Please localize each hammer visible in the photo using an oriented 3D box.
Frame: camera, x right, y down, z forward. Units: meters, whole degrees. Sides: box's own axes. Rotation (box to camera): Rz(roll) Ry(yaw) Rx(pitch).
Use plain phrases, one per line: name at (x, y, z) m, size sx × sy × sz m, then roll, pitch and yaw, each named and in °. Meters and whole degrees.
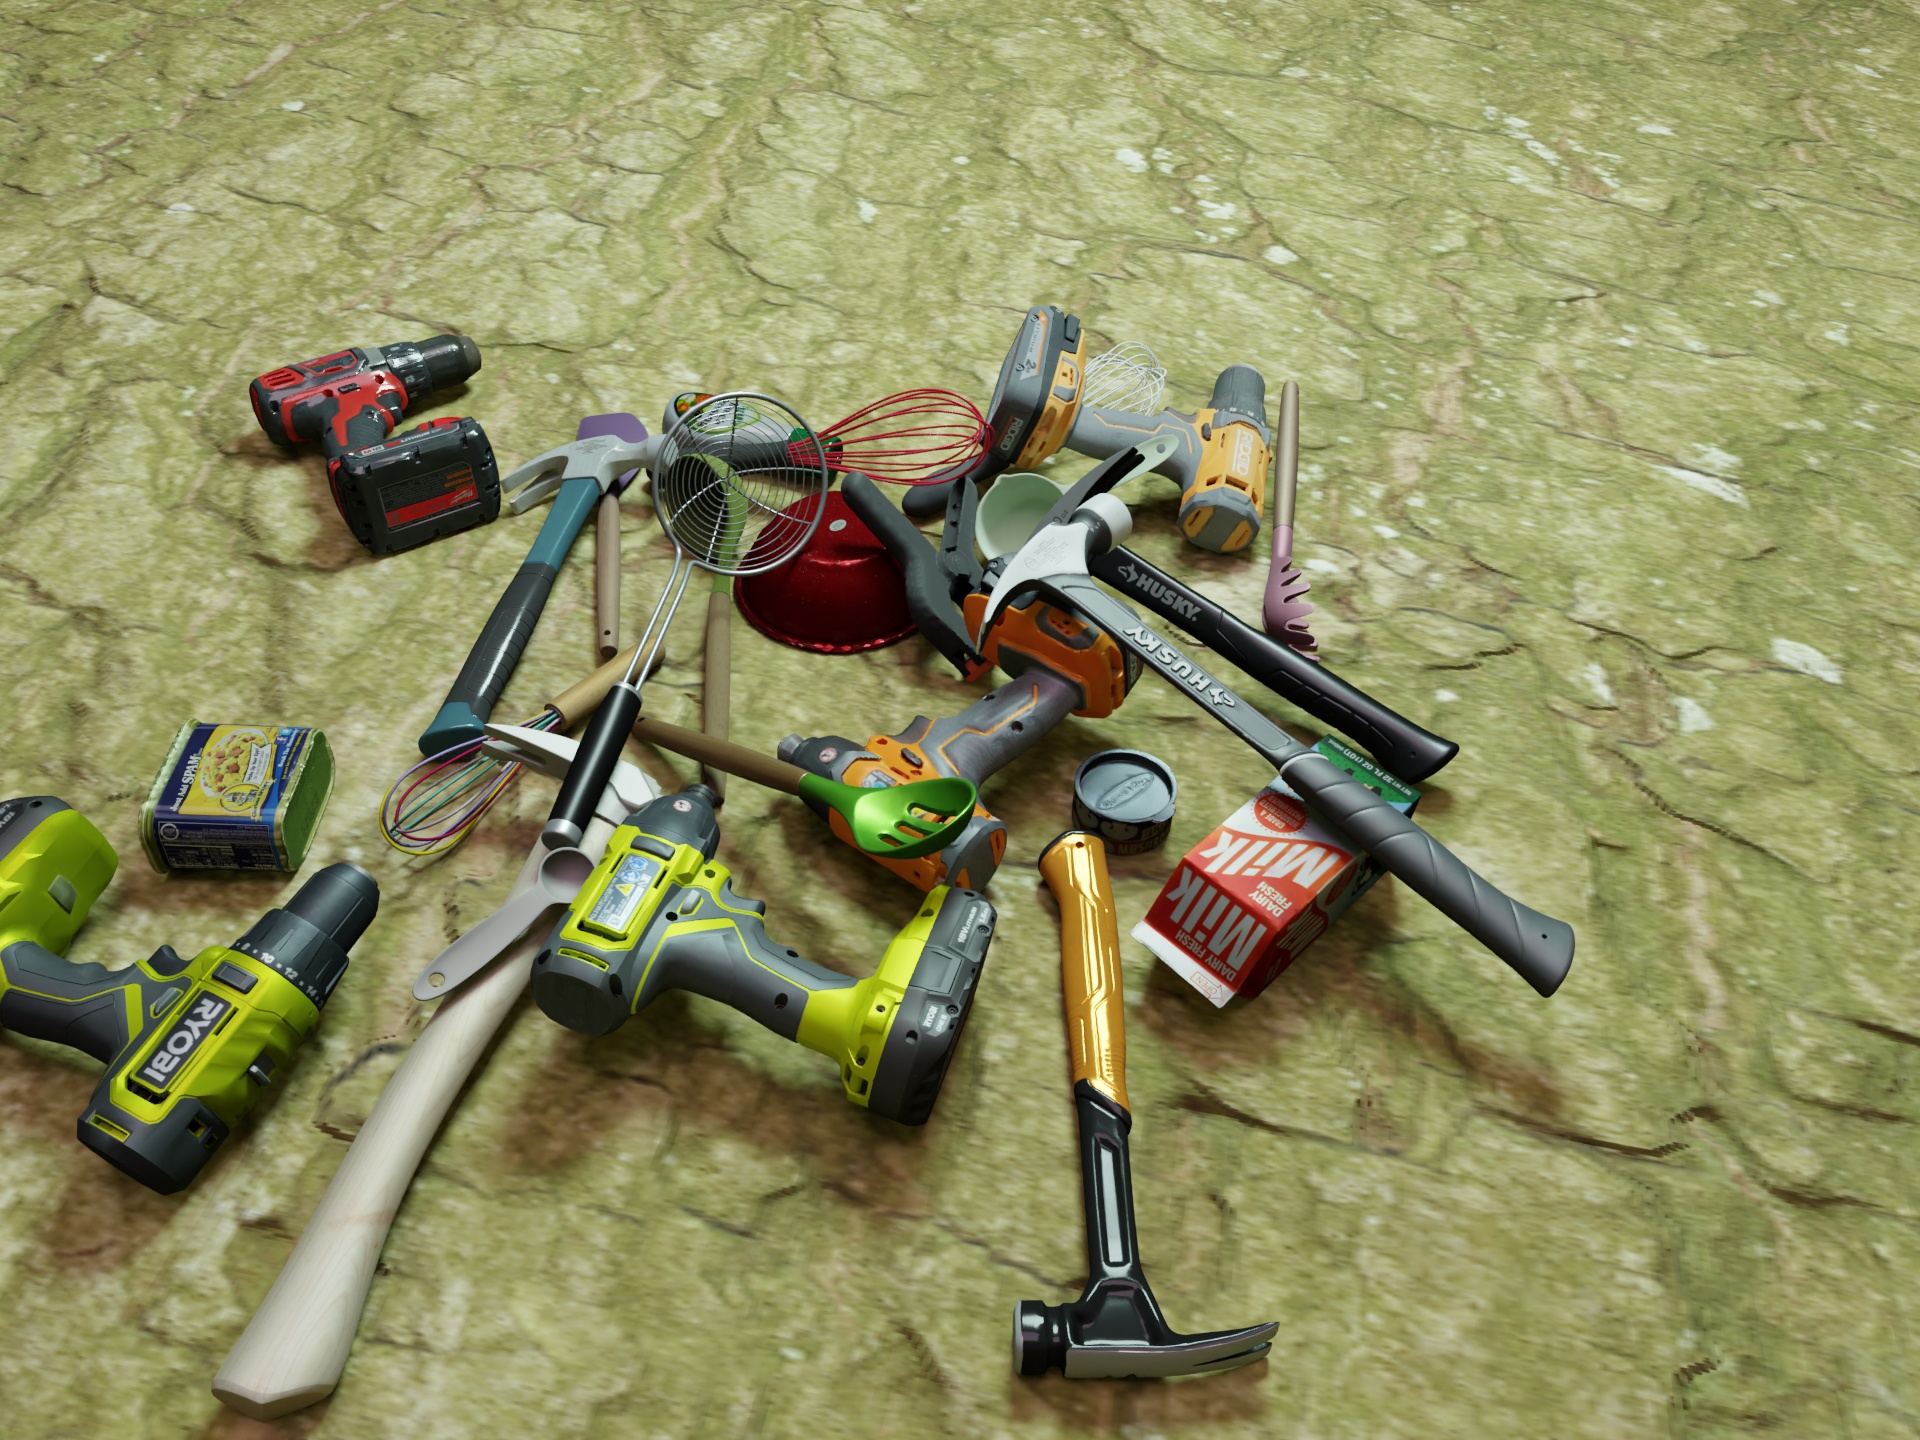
hammer at (0.194, -0.061, 1.106) m, size 0.335 × 0.146 × 0.035 m, roll 35°, pitch 8°, yaw 21°
hammer at (-0.283, 0.169, 0.867) m, size 0.146 × 0.038 × 0.411 m, roll 23°, pitch 47°, yaw -1°
hammer at (-0.310, -0.099, 1.154) m, size 0.128 × 0.033 × 0.331 m, roll -2°, pitch 45°, yaw 15°
hammer at (0.185, 0.017, 0.940) m, size 0.409 × 0.036 × 0.149 m, roll 40°, pitch 56°, yaw 20°
hammer at (0.085, 0.192, 0.877) m, size 0.127 × 0.034 × 0.337 m, roll 0°, pitch 44°, yaw -2°

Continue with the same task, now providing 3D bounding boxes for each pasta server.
pasta server at (0.258, -0.164, 1.228) m, size 0.040 × 0.060 × 0.316 m, roll -3°, pitch 47°, yaw 17°

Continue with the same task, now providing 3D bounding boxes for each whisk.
whisk at (-0.114, -0.210, 1.237) m, size 0.296 × 0.073 × 0.073 m, roll -3°, pitch 41°, yaw 20°
whisk at (0.064, -0.234, 1.314) m, size 0.284 × 0.070 × 0.070 m, roll -33°, pitch 54°, yaw -25°
whisk at (-0.283, 0.012, 1.053) m, size 0.047 × 0.051 × 0.245 m, roll 41°, pitch 49°, yaw 8°

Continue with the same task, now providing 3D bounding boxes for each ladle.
ladle at (-0.183, -0.070, 1.128) m, size 0.062 × 0.078 × 0.321 m, roll 13°, pitch 46°, yaw -21°

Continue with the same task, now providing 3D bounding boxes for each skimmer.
skimmer at (-0.179, -0.070, 1.025) m, size 0.090 × 0.127 × 0.364 m, roll -26°, pitch 35°, yaw 36°

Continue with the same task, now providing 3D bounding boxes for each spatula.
spatula at (-0.272, -0.155, 1.238) m, size 0.059 × 0.018 × 0.316 m, roll -7°, pitch 43°, yaw -5°

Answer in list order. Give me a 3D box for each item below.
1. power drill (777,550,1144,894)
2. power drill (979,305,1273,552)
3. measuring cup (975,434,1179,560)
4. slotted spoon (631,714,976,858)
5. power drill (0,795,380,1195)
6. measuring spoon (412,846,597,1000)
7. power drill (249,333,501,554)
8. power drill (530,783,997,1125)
power drill at (-0.002, -0.003, 1.028) m, size 0.164 × 0.084 × 0.226 m, roll 29°, pitch 63°, yaw 25°
power drill at (0.143, -0.246, 1.261) m, size 0.226 × 0.084 × 0.185 m, roll 21°, pitch 54°, yaw -8°
measuring cup at (0.091, -0.167, 1.196) m, size 0.167 × 0.038 × 0.083 m, roll -28°, pitch 81°, yaw 13°
slotted spoon at (-0.109, 0.033, 0.976) m, size 0.314 × 0.031 × 0.070 m, roll 15°, pitch 46°, yaw 42°
power drill at (-0.454, 0.129, 0.876) m, size 0.228 × 0.080 × 0.191 m, roll 21°, pitch 57°, yaw 17°
measuring spoon at (-0.255, 0.116, 0.890) m, size 0.034 × 0.018 × 0.124 m, roll 47°, pitch 58°, yaw 4°
power drill at (-0.448, -0.239, 1.282) m, size 0.188 × 0.080 × 0.227 m, roll -25°, pitch 47°, yaw -26°
power drill at (-0.101, 0.122, 0.888) m, size 0.223 × 0.080 × 0.171 m, roll 19°, pitch 42°, yaw 6°
